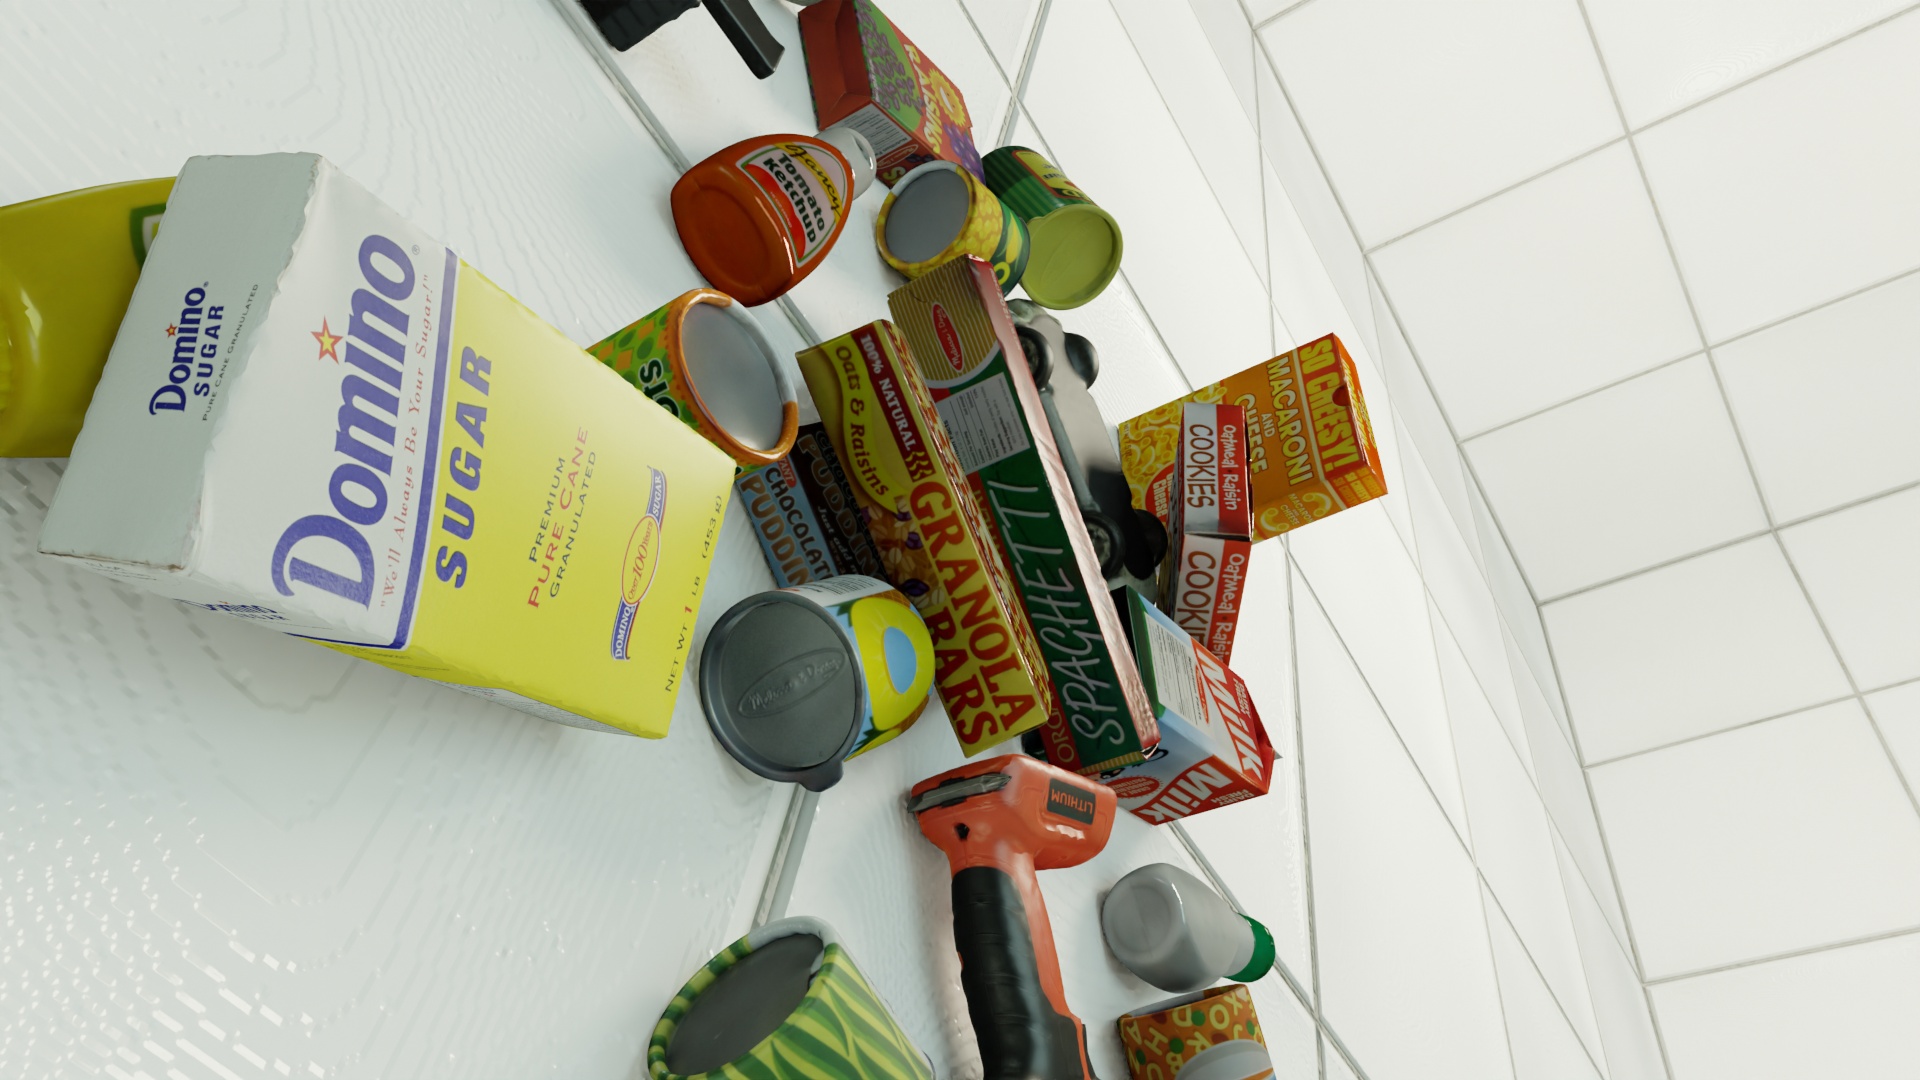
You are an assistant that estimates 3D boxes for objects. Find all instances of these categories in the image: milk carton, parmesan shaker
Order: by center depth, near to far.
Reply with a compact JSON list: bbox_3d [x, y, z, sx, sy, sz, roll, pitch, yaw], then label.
[{"bbox_3d":[0.109,0.101,0.759,0.190,0.072,0.074,36,40,-47],"label":"milk carton"},{"bbox_3d":[0.045,-0.192,0.839,0.071,0.071,0.103,44,9,-40],"label":"parmesan shaker"}]

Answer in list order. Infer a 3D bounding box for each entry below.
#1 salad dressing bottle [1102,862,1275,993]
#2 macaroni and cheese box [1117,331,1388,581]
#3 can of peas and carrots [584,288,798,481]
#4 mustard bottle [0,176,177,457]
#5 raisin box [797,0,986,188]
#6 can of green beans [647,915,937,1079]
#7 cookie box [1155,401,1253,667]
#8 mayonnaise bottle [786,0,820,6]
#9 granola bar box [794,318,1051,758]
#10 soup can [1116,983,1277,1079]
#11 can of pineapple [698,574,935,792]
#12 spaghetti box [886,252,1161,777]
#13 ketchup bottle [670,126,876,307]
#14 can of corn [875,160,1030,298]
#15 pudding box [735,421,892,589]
[{"bbox_3d":[0.126,0.210,0.738,0.147,0.044,0.064,34,32,-51],"label":"salad dressing bottle"},{"bbox_3d":[0.191,-0.056,0.938,0.040,0.166,0.124,44,34,-40],"label":"macaroni and cheese box"},{"bbox_3d":[-0.099,-0.046,0.485,0.071,0.058,0.071,44,34,-40],"label":"can of peas and carrots"},{"bbox_3d":[-0.192,-0.048,0.315,0.065,0.048,0.161,69,25,-8],"label":"mustard bottle"},{"bbox_3d":[-0.036,-0.248,0.797,0.123,0.040,0.086,26,46,-56],"label":"raisin box"},{"bbox_3d":[-0.050,0.155,0.410,0.057,0.071,0.071,59,26,-17],"label":"can of green beans"},{"bbox_3d":[0.144,0.019,0.835,0.123,0.040,0.166,-80,173,-48],"label":"cookie box"},{"bbox_3d":[-0.106,-0.316,0.692,0.148,0.064,0.041,-1,68,-59],"label":"mayonnaise bottle"},{"bbox_3d":[-0.011,-0.006,0.575,0.124,0.039,0.165,-66,133,-85],"label":"granola bar box"},{"bbox_3d":[0.116,0.257,0.647,0.071,0.071,0.084,13,58,-60],"label":"soup can"},{"bbox_3d":[-0.050,0.049,0.497,0.058,0.071,0.071,-12,80,-65],"label":"can of pineapple"},{"bbox_3d":[0.029,-0.011,0.659,0.029,0.050,0.250,-8,77,-62],"label":"spaghetti box"},{"bbox_3d":[-0.078,-0.157,0.636,0.064,0.043,0.149,59,26,-17],"label":"ketchup bottle"},{"bbox_3d":[-0.004,-0.163,0.760,0.058,0.071,0.071,27,46,-53],"label":"can of corn"},{"bbox_3d":[-0.057,-0.005,0.567,0.050,0.030,0.083,-20,88,-66],"label":"pudding box"}]
